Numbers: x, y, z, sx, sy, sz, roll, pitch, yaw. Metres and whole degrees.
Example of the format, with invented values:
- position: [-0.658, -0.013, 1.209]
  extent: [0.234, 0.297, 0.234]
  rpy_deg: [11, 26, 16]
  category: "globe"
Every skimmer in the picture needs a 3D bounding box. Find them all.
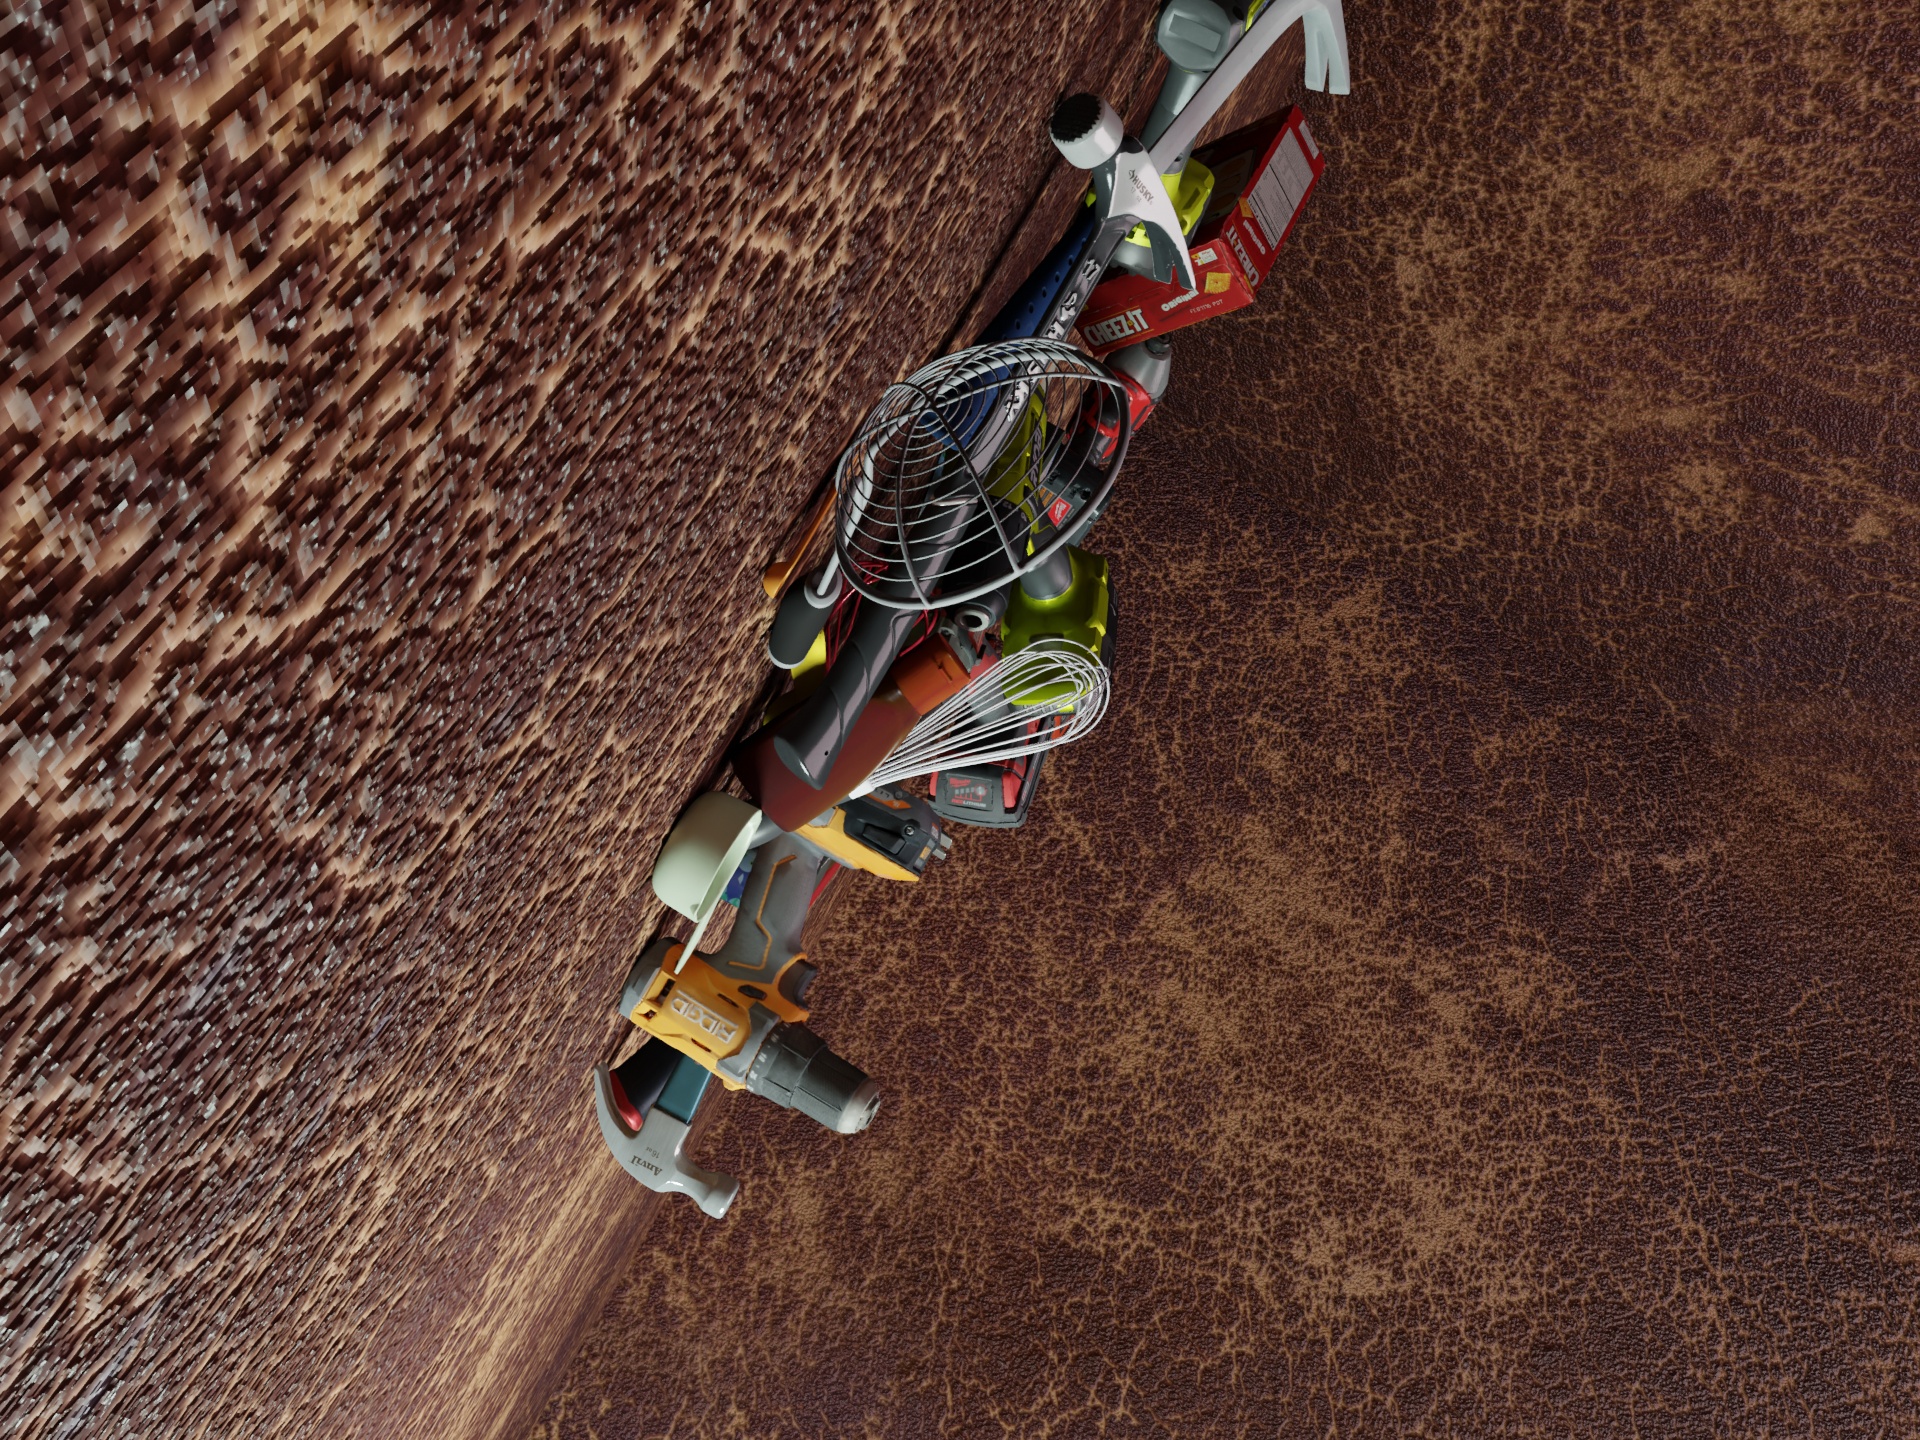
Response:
- position: [-0.028, -0.066, 0.730]
  extent: [0.127, 0.090, 0.363]
  rpy_deg: [-61, -174, -19]
  category: "skimmer"

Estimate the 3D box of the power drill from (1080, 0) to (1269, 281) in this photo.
- position: [0.165, -0.445, 1.137]
  extent: [0.171, 0.080, 0.223]
  rpy_deg: [-58, 173, -41]
  category: "power drill"

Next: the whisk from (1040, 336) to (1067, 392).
- position: [0.047, -0.249, 1.386]
  extent: [0.246, 0.057, 0.059]
  rpy_deg: [112, -28, -46]
  category: "whisk"

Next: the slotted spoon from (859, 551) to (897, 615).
- position: [-0.080, -0.044, 1.235]
  extent: [0.070, 0.031, 0.313]
  rpy_deg: [-60, 179, -30]
  category: "slotted spoon"

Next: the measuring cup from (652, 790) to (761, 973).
- position: [-0.167, 0.104, 0.972]
  extent: [0.083, 0.038, 0.167]
  rpy_deg: [-59, 179, -43]
  category: "measuring cup"

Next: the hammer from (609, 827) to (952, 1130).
- position: [-0.150, 0.185, 1.286]
  extent: [0.386, 0.143, 0.038]
  rpy_deg: [-53, 170, -42]
  category: "hammer"

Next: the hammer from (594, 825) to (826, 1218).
- position: [-0.152, 0.177, 1.136]
  extent: [0.331, 0.128, 0.033]
  rpy_deg: [-64, 179, -4]
  category: "hammer"

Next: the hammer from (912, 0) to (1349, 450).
- position: [0.112, -0.325, 0.976]
  extent: [0.405, 0.035, 0.143]
  rpy_deg: [-52, 139, -11]
  category: "hammer"

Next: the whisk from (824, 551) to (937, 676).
- position: [-0.079, -0.031, 1.065]
  extent: [0.073, 0.073, 0.295]
  rpy_deg: [-60, -176, -31]
  category: "whisk"

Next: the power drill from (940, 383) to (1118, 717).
- position: [0.042, -0.098, 1.079]
  extent: [0.228, 0.080, 0.191]
  rpy_deg: [60, 31, -53]
  category: "power drill"

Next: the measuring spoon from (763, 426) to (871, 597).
- position: [-0.072, -0.110, 0.806]
  extent: [0.117, 0.011, 0.021]
  rpy_deg: [-64, -173, -27]
  category: "measuring spoon"

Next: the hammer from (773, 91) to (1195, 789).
- position: [0.008, -0.143, 0.918]
  extent: [0.149, 0.036, 0.409]
  rpy_deg: [30, 90, -52]
  category: "hammer"

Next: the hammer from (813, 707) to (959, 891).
- position: [-0.056, 0.041, 1.288]
  extent: [0.331, 0.031, 0.130]
  rpy_deg: [-51, 172, -44]
  category: "hammer"

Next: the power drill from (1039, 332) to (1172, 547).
- position: [0.111, -0.237, 1.348]
  extent: [0.220, 0.078, 0.143]
  rpy_deg: [-58, -177, -38]
  category: "power drill"

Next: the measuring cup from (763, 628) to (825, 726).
- position: [-0.096, -0.028, 0.981]
  extent: [0.156, 0.062, 0.029]
  rpy_deg: [94, -21, -53]
  category: "measuring cup"

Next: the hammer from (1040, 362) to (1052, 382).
- position: [0.006, -0.182, 1.344]
  extent: [0.336, 0.034, 0.127]
  rpy_deg: [-63, 177, 35]
  category: "hammer"

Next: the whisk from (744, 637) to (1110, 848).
- position: [-0.036, 0.024, 1.010]
  extent: [0.284, 0.070, 0.070]
  rpy_deg: [-23, -177, 7]
  category: "whisk"

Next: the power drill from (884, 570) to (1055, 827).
- position: [-0.002, -0.004, 1.207]
  extent: [0.226, 0.080, 0.188]
  rpy_deg: [69, 35, -53]
  category: "power drill"

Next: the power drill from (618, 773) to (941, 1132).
- position: [-0.096, 0.145, 1.060]
  extent: [0.226, 0.185, 0.084]
  rpy_deg: [-59, 166, -7]
  category: "power drill"
